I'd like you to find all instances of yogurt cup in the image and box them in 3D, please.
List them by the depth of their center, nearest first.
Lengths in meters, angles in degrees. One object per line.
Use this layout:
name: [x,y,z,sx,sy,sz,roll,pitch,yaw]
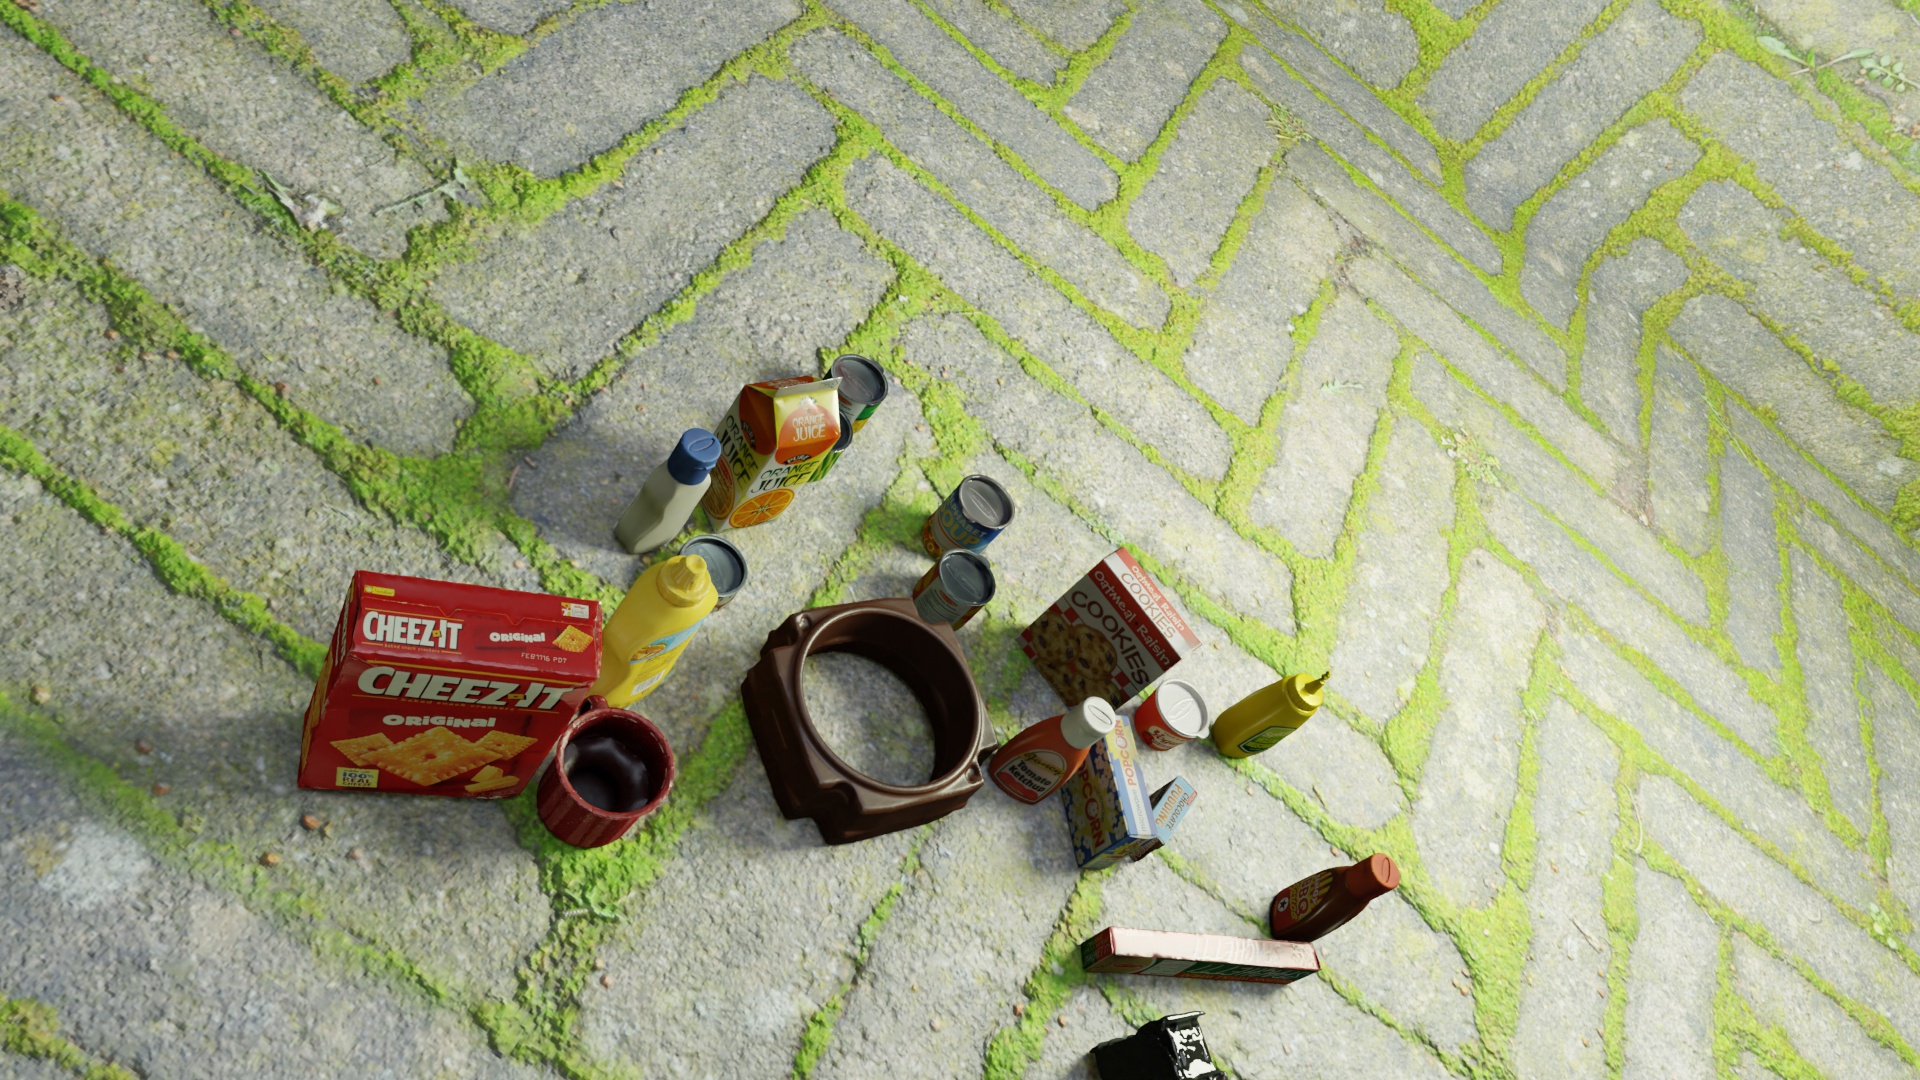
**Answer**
yogurt cup: [0.219,0.185,1.455,0.072,0.053,0.073,18,50,-23]

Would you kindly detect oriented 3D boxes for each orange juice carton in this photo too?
orange juice carton: [-0.177,-0.090,1.288,0.072,0.191,0.073,-14,67,-40]

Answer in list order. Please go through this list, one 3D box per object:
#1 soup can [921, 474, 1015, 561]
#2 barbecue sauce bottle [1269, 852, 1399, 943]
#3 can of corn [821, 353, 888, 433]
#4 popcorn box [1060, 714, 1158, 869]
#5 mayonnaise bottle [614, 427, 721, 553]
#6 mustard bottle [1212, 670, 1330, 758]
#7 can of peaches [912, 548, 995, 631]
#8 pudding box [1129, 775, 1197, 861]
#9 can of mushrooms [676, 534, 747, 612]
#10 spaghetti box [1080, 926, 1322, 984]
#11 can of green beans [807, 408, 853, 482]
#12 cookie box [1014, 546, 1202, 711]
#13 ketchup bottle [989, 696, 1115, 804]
soup can: [0.005,-0.018,1.437,0.071,0.083,0.072,18,50,-23]
barbecue sauce bottle: [0.368,0.351,1.368,0.043,0.147,0.065,33,45,-10]
can of corn: [-0.117,-0.156,1.473,0.071,0.058,0.071,18,50,-23]
popcorn box: [0.137,0.241,1.335,0.038,0.084,0.127,8,54,-30]
mayonnaise bottle: [-0.255,-0.044,1.232,0.065,0.147,0.041,-30,78,-44]
mustard bottle: [0.334,0.179,1.464,0.065,0.159,0.049,8,55,-31]
can of peaches: [-0.006,0.050,1.398,0.071,0.057,0.071,18,50,-23]
pudding box: [0.196,0.275,1.376,0.030,0.049,0.084,46,45,3]
can of mushrooms: [-0.234,0.031,1.272,0.071,0.033,0.071,18,50,-23]
spaghetti box: [0.230,0.393,1.311,0.250,0.050,0.029,13,52,-27]
can of green beans: [-0.151,-0.101,1.410,0.071,0.057,0.071,18,50,-23]
cookie box: [0.145,0.100,1.387,0.040,0.166,0.123,-29,77,-44]
ketchup bottle: [0.089,0.192,1.293,0.065,0.148,0.044,36,45,-7]
